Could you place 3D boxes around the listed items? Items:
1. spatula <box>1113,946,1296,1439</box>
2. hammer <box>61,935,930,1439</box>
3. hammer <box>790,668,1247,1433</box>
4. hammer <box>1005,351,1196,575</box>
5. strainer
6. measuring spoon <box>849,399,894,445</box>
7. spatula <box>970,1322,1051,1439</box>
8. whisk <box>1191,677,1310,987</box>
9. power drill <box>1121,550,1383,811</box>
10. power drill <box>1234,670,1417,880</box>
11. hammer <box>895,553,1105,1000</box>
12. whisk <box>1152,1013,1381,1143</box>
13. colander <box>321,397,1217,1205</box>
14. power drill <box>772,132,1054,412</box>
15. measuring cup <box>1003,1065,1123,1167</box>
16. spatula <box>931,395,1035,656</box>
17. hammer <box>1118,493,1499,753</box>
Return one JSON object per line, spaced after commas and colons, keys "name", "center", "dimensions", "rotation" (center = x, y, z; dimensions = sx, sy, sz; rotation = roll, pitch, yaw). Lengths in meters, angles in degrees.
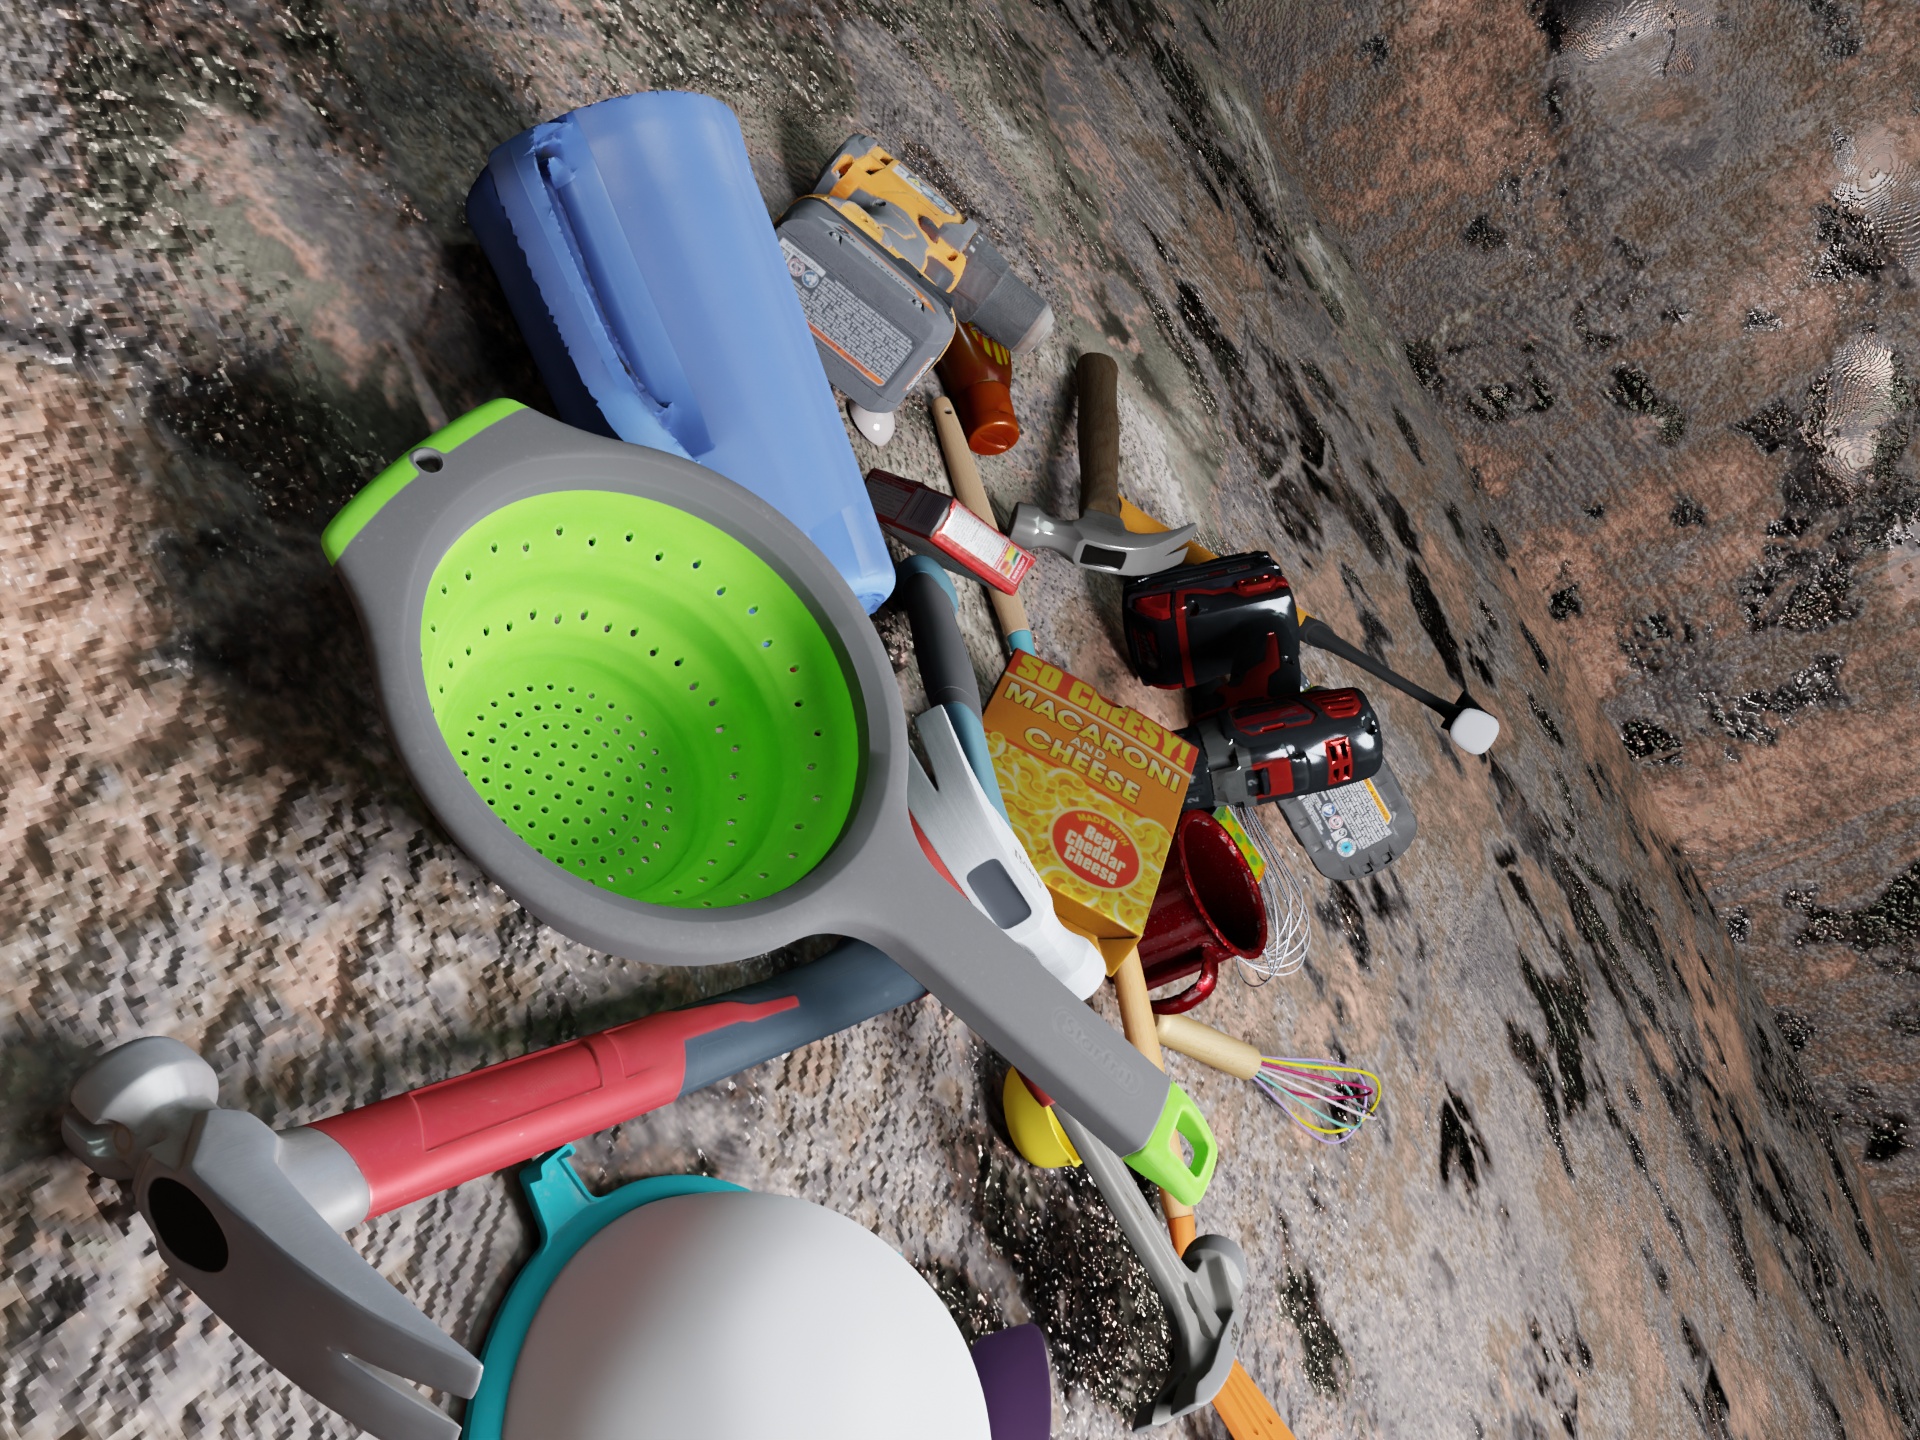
{"name": "spatula", "center": [0.120, 0.238, 0.847], "dimensions": [0.081, 0.041, 0.323], "rotation": [29, 47, -62]}
{"name": "hammer", "center": [-0.095, 0.128, 0.564], "dimensions": [0.143, 0.038, 0.386], "rotation": [30, 15, 23]}
{"name": "hammer", "center": [0.017, 0.125, 0.707], "dimensions": [0.359, 0.036, 0.149], "rotation": [59, 17, 7]}
{"name": "hammer", "center": [0.106, -0.201, 1.196], "dimensions": [0.130, 0.031, 0.332], "rotation": [15, 35, -5]}
{"name": "strainer", "center": [-0.047, 0.296, 0.489], "dimensions": [0.210, 0.095, 0.341], "rotation": [35, 37, -40]}
{"name": "measuring spoon", "center": [-0.050, -0.220, 1.015], "dimensions": [0.034, 0.018, 0.124], "rotation": [41, 34, -32]}
{"name": "spatula", "center": [-0.004, 0.363, 0.538], "dimensions": [0.018, 0.060, 0.316], "rotation": [33, 47, -24]}
{"name": "whisk", "center": [0.195, 0.065, 1.125], "dimensions": [0.070, 0.070, 0.285], "rotation": [40, 31, -34]}
{"name": "power drill", "center": [0.159, -0.017, 1.051], "dimensions": [0.227, 0.188, 0.080], "rotation": [-97, 174, -58]}
{"name": "power drill", "center": [0.258, 0.016, 1.198], "dimensions": [0.190, 0.080, 0.228], "rotation": [59, 9, -7]}
{"name": "hammer", "center": [-0.001, -0.003, 0.786], "dimensions": [0.128, 0.033, 0.331], "rotation": [53, 10, -27]}
{"name": "whisk", "center": [0.195, 0.218, 1.003], "dimensions": [0.244, 0.047, 0.051], "rotation": [30, 43, -39]}
{"name": "colander", "center": [-0.069, 0.059, 0.604], "dimensions": [0.397, 0.094, 0.205], "rotation": [43, 45, -9]}
{"name": "power drill", "center": [-0.030, -0.272, 0.999], "dimensions": [0.185, 0.084, 0.226], "rotation": [37, 31, -11]}
{"name": "measuring cup", "center": [0.065, 0.215, 0.824], "dimensions": [0.156, 0.029, 0.062], "rotation": [45, 34, -49]}
{"name": "spatula", "center": [0.035, -0.082, 1.002], "dimensions": [0.082, 0.044, 0.318], "rotation": [-7, 65, -25]}
{"name": "hammer", "center": [0.246, -0.080, 1.200], "dimensions": [0.337, 0.034, 0.127], "rotation": [31, 12, 3]}
